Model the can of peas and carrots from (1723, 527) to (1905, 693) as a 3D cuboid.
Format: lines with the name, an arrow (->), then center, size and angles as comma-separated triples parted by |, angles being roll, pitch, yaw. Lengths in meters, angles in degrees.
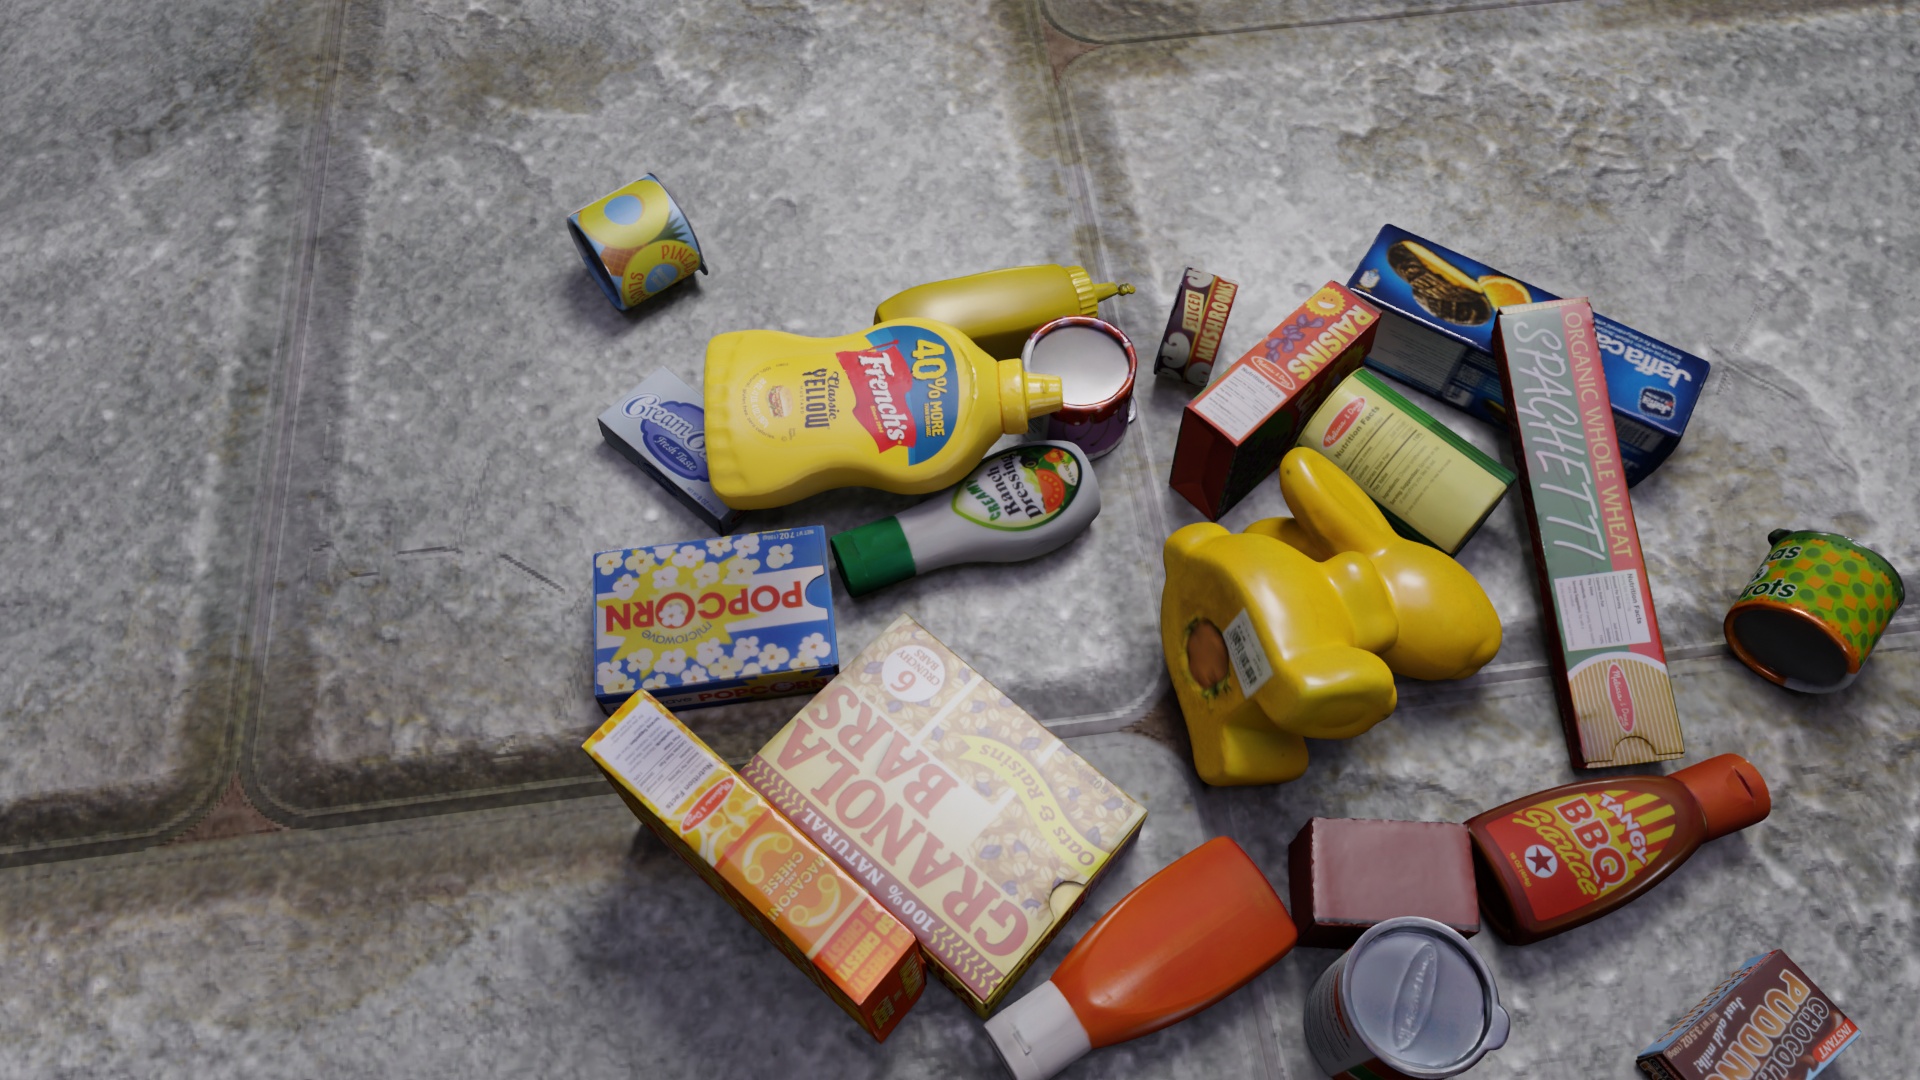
can of peas and carrots -> 0.445, 0.036, 0.729 | 0.071, 0.070, 0.059 | 37, 69, 18

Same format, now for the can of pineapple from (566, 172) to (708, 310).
can of pineapple -> -0.198, -0.181, 0.850 | 0.058, 0.070, 0.071 | -33, 67, -16

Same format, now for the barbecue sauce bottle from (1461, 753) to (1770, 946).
barbecue sauce bottle -> 0.323, 0.145, 0.684 | 0.149, 0.043, 0.065 | -17, 64, -9

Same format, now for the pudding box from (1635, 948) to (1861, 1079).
pudding box -> 0.364, 0.235, 0.643 | 0.084, 0.030, 0.050 | -31, 67, -15

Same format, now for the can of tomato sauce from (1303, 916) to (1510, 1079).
can of tomato sauce -> 0.198, 0.212, 0.625 | 0.071, 0.082, 0.071 | 0, 62, 0

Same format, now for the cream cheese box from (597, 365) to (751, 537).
cream cheese box -> -0.155, -0.053, 0.804 | 0.104, 0.024, 0.053 | 37, 67, 18

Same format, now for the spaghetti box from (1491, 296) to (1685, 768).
spaghetti box -> 0.329, -0.007, 0.734 | 0.050, 0.028, 0.250 | -7, 76, 9

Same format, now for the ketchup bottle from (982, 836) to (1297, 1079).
ketchup bottle -> 0.082, 0.203, 0.654 | 0.149, 0.043, 0.065 | -29, 65, -14

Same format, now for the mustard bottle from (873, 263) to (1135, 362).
mustard bottle -> 0.029, -0.133, 0.827 | 0.160, 0.065, 0.049 | -16, 71, -14

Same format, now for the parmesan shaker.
parmesan shaker -> 0.243, -0.038, 0.772 | 0.103, 0.071, 0.071 | 40, 69, 19

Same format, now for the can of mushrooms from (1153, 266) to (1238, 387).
can of mushrooms -> 0.138, -0.126, 0.816 | 0.033, 0.070, 0.071 | 18, 64, 8

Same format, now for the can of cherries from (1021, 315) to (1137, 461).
can of cherries -> 0.069, -0.088, 0.803 | 0.071, 0.058, 0.072 | 0, 62, 1

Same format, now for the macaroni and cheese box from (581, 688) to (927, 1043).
macaroni and cheese box -> -0.089, 0.152, 0.637 | 0.167, 0.123, 0.040 | 37, 70, 18

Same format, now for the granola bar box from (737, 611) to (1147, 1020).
granola bar box -> -0.010, 0.132, 0.692 | 0.166, 0.039, 0.125 | 38, 65, 18

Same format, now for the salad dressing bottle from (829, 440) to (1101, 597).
salad dressing bottle -> 0.003, -0.010, 0.769 | 0.148, 0.043, 0.064 | -21, 61, -10

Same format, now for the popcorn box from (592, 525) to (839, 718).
popcorn box -> -0.131, 0.043, 0.744 | 0.127, 0.038, 0.085 | -7, 61, -3

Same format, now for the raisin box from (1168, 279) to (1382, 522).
raisin box -> 0.176, -0.078, 0.781 | 0.124, 0.085, 0.040 | -41, 67, -19
